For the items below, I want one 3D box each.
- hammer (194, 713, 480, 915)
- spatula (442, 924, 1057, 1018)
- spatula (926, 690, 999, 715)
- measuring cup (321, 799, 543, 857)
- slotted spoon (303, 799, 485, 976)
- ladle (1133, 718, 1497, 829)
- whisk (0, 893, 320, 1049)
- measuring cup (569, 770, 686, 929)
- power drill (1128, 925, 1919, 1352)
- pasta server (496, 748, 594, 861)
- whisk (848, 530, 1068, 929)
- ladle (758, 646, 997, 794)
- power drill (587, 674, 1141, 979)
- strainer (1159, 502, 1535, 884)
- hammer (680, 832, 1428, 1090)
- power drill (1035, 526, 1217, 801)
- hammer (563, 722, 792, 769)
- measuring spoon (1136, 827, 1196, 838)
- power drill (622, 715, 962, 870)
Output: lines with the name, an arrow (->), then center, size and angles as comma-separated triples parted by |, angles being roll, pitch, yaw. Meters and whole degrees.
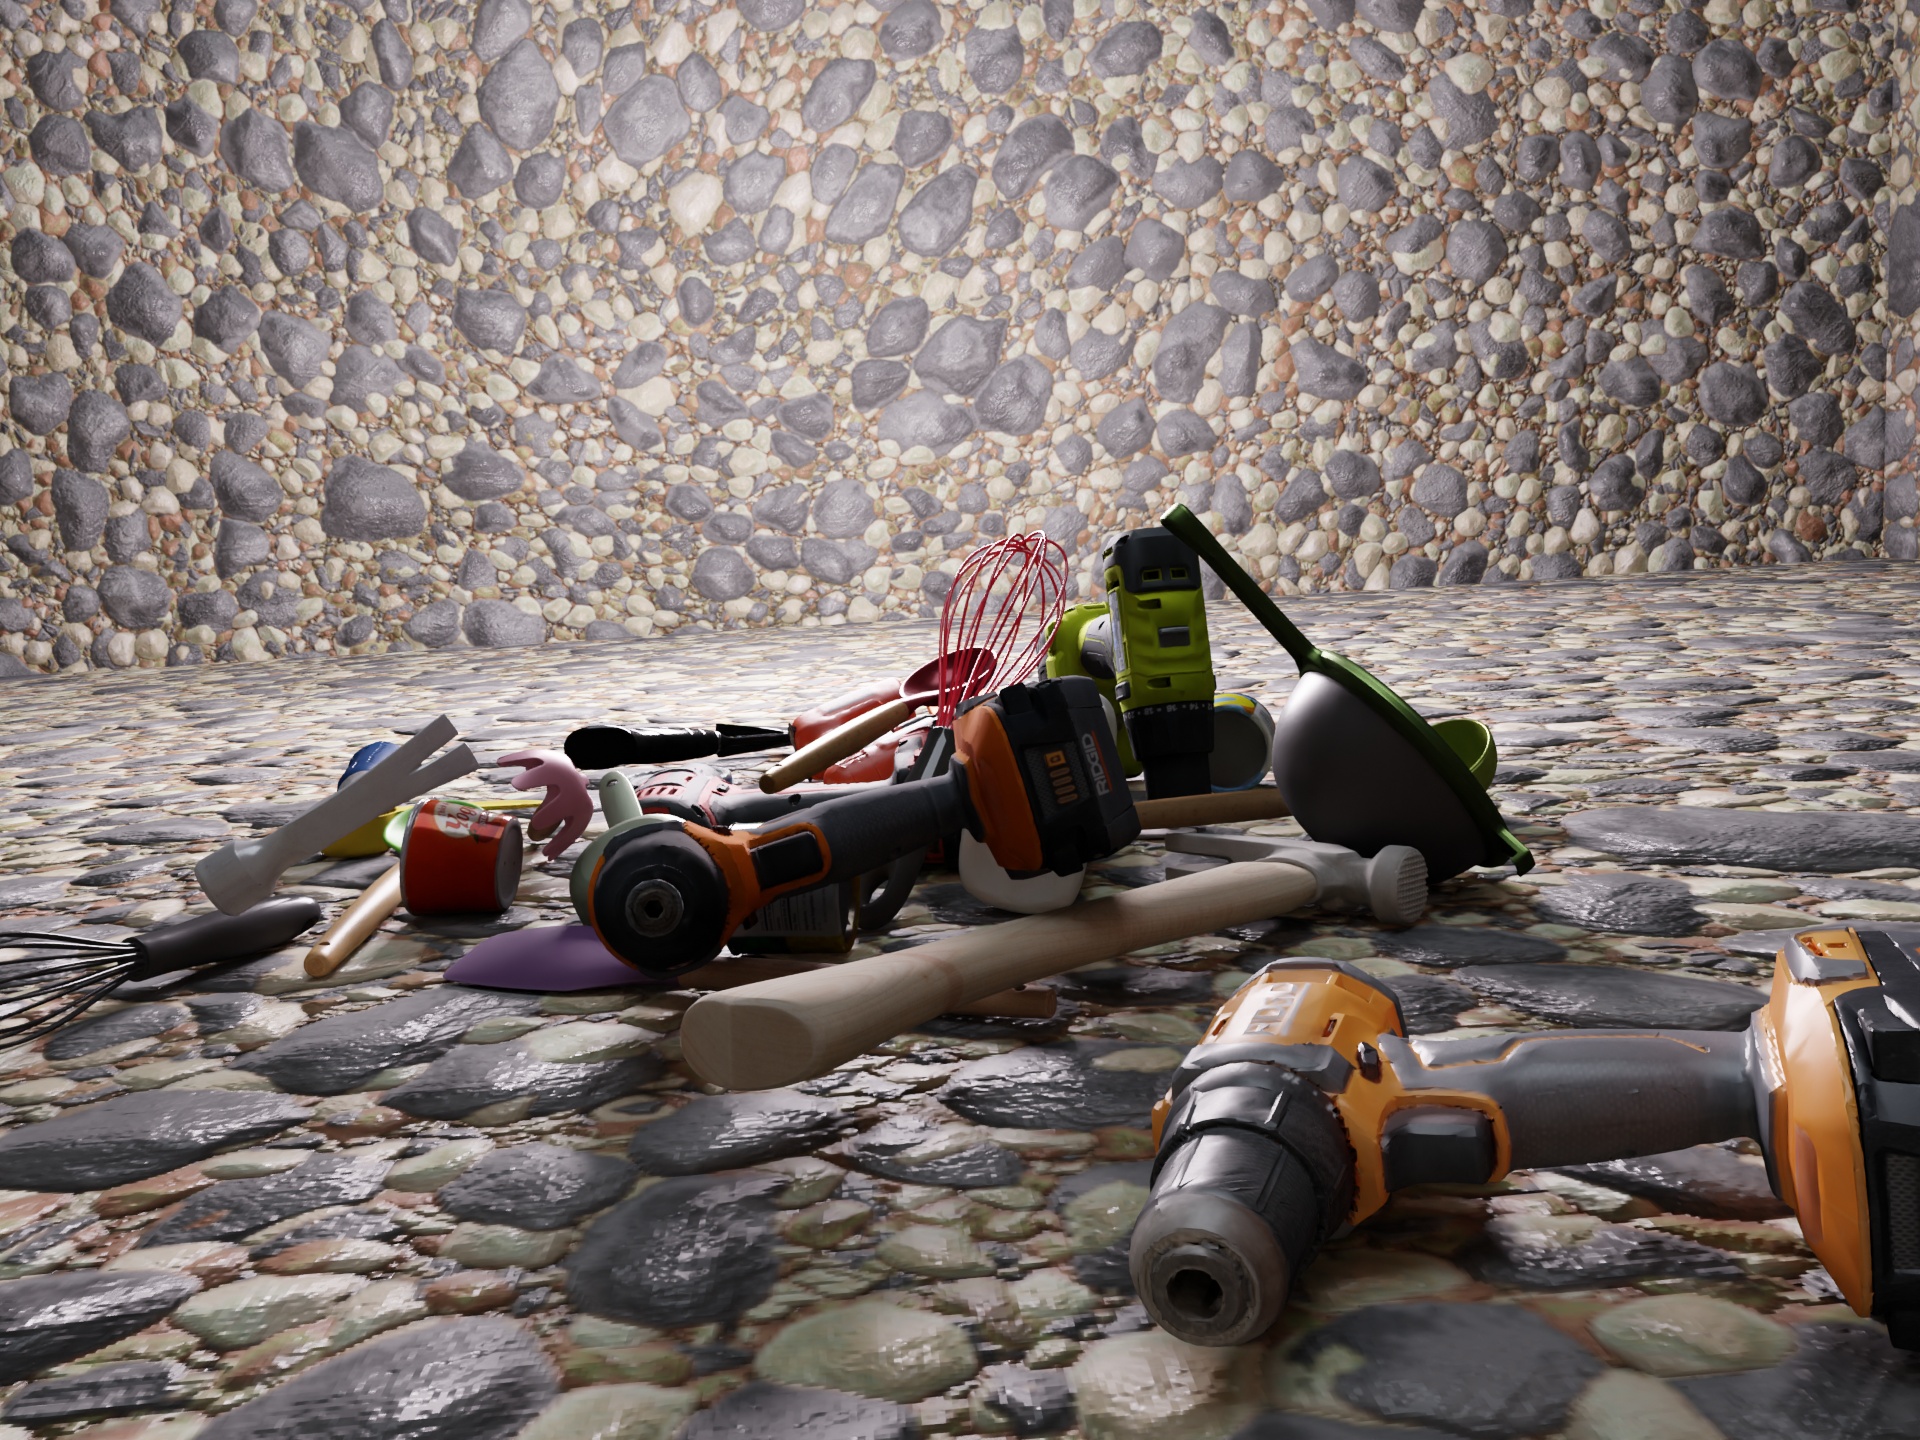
hammer -> -0.372, 0.040, 0.996 | 0.144, 0.035, 0.405 | -33, 11, -12
spatula -> -0.104, 0.116, 0.731 | 0.316, 0.018, 0.060 | 1, 23, 26
spatula -> 0.016, 0.018, 1.298 | 0.081, 0.041, 0.323 | -3, 9, -3
measuring cup -> -0.371, 0.074, 1.116 | 0.156, 0.029, 0.062 | -3, 8, -19
slotted spoon -> -0.337, 0.096, 0.946 | 0.070, 0.031, 0.314 | 2, 10, -6
ladle -> 0.203, 0.035, 0.933 | 0.320, 0.062, 0.078 | -2, -3, -37
whisk -> -0.404, 0.114, 0.781 | 0.055, 0.055, 0.239 | 0, 5, 21
measuring cup -> -0.182, 0.060, 0.863 | 0.083, 0.038, 0.168 | -26, 35, -8
power drill -> 0.162, 0.115, 0.432 | 0.226, 0.084, 0.185 | -5, 7, 23
pasta server -> -0.251, 0.057, 0.951 | 0.040, 0.060, 0.316 | -27, 1, -20
whisk -> -0.001, -0.003, 0.906 | 0.073, 0.073, 0.296 | 1, 48, 28
ladle -> -0.046, -0.001, 0.961 | 0.069, 0.031, 0.315 | -12, 8, 22
power drill -> -0.045, 0.050, 0.673 | 0.226, 0.084, 0.164 | -17, -1, -7
strainer -> 0.178, 0.000, 0.841 | 0.069, 0.256, 0.151 | -43, 3, -2
hammer -> 0.044, 0.091, 0.679 | 0.146, 0.038, 0.410 | 2, 5, 41
power drill -> 0.119, -0.018, 1.110 | 0.080, 0.190, 0.228 | -5, -6, -10
hammer -> -0.193, 0.016, 1.236 | 0.149, 0.036, 0.409 | -3, 0, 16
measuring spoon -> 0.088, 0.065, 1.014 | 0.124, 0.018, 0.034 | 0, 8, 15
power drill -> -0.098, 0.051, 1.006 | 0.226, 0.080, 0.188 | -6, 8, -1
